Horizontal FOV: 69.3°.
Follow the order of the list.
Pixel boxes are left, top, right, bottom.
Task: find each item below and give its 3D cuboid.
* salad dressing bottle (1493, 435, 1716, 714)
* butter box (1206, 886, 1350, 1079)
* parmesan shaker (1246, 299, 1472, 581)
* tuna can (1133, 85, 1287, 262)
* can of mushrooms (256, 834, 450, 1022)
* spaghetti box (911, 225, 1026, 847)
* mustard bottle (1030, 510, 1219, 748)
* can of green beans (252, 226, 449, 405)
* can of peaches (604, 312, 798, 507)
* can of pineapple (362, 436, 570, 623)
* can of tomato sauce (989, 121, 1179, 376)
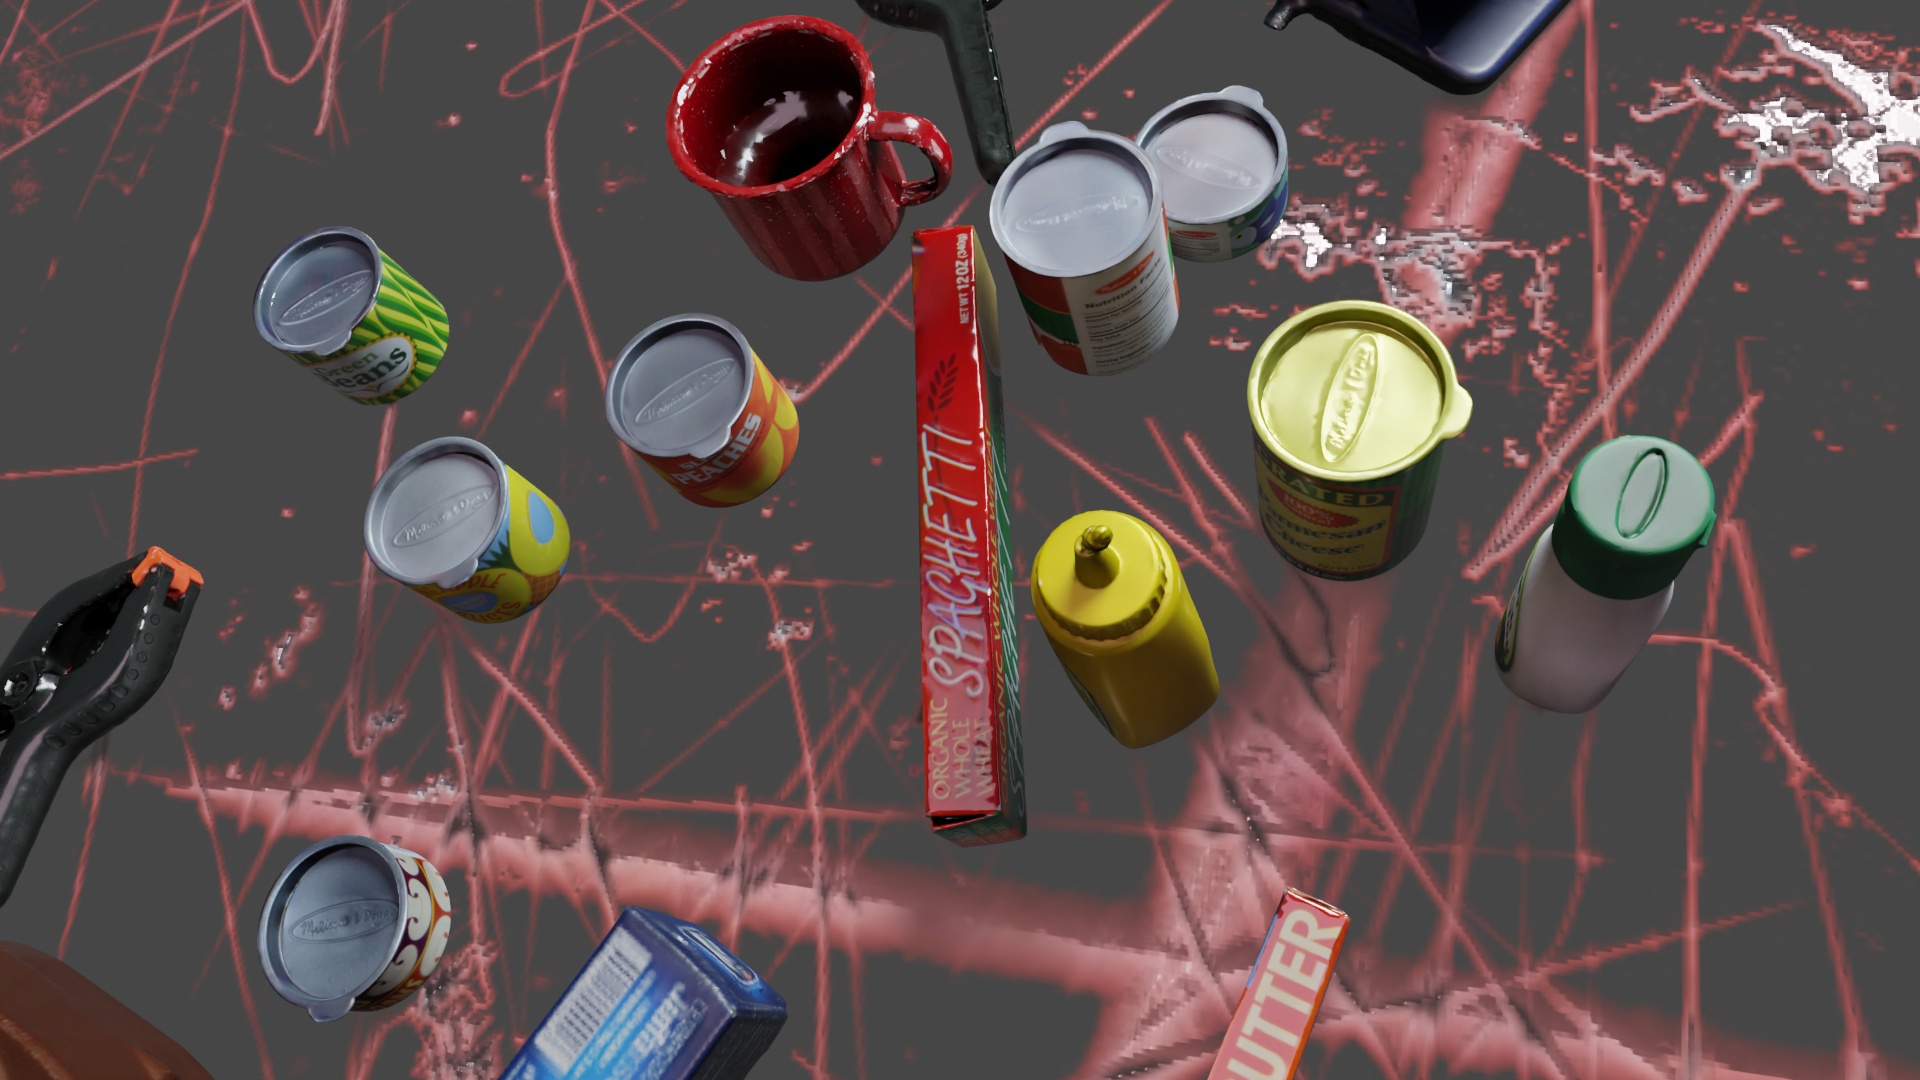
[{"bbox_3d":[0.201,0.013,0.439,0.044,0.147,0.064,22,76,21],"label":"salad dressing bottle"},{"bbox_3d":[0.098,0.168,0.454,0.024,0.053,0.104,21,75,21],"label":"butter box"},{"bbox_3d":[0.141,-0.030,0.497,0.071,0.103,0.071,-5,68,12],"label":"parmesan shaker"},{"bbox_3d":[0.108,-0.157,0.595,0.071,0.032,0.071,-5,67,12],"label":"tuna can"},{"bbox_3d":[-0.241,0.156,0.554,0.071,0.033,0.071,-5,67,12],"label":"can of mushrooms"},{"bbox_3d":[0.002,-0.007,0.551,0.028,0.050,0.251,-7,67,11],"label":"spaghetti box"},{"bbox_3d":[0.052,0.025,0.465,0.049,0.159,0.065,-32,65,0],"label":"mustard bottle"},{"bbox_3d":[-0.287,-0.105,0.659,0.071,0.057,0.071,-5,68,12],"label":"can of green beans"},{"bbox_3d":[-0.108,-0.052,0.592,0.071,0.058,0.071,-5,68,12],"label":"can of peaches"},{"bbox_3d":[-0.211,-0.001,0.597,0.071,0.057,0.071,-5,68,12],"label":"can of pineapple"},{"bbox_3d":[0.052,-0.116,0.565,0.071,0.083,0.071,-5,68,12],"label":"can of tomato sauce"}]
